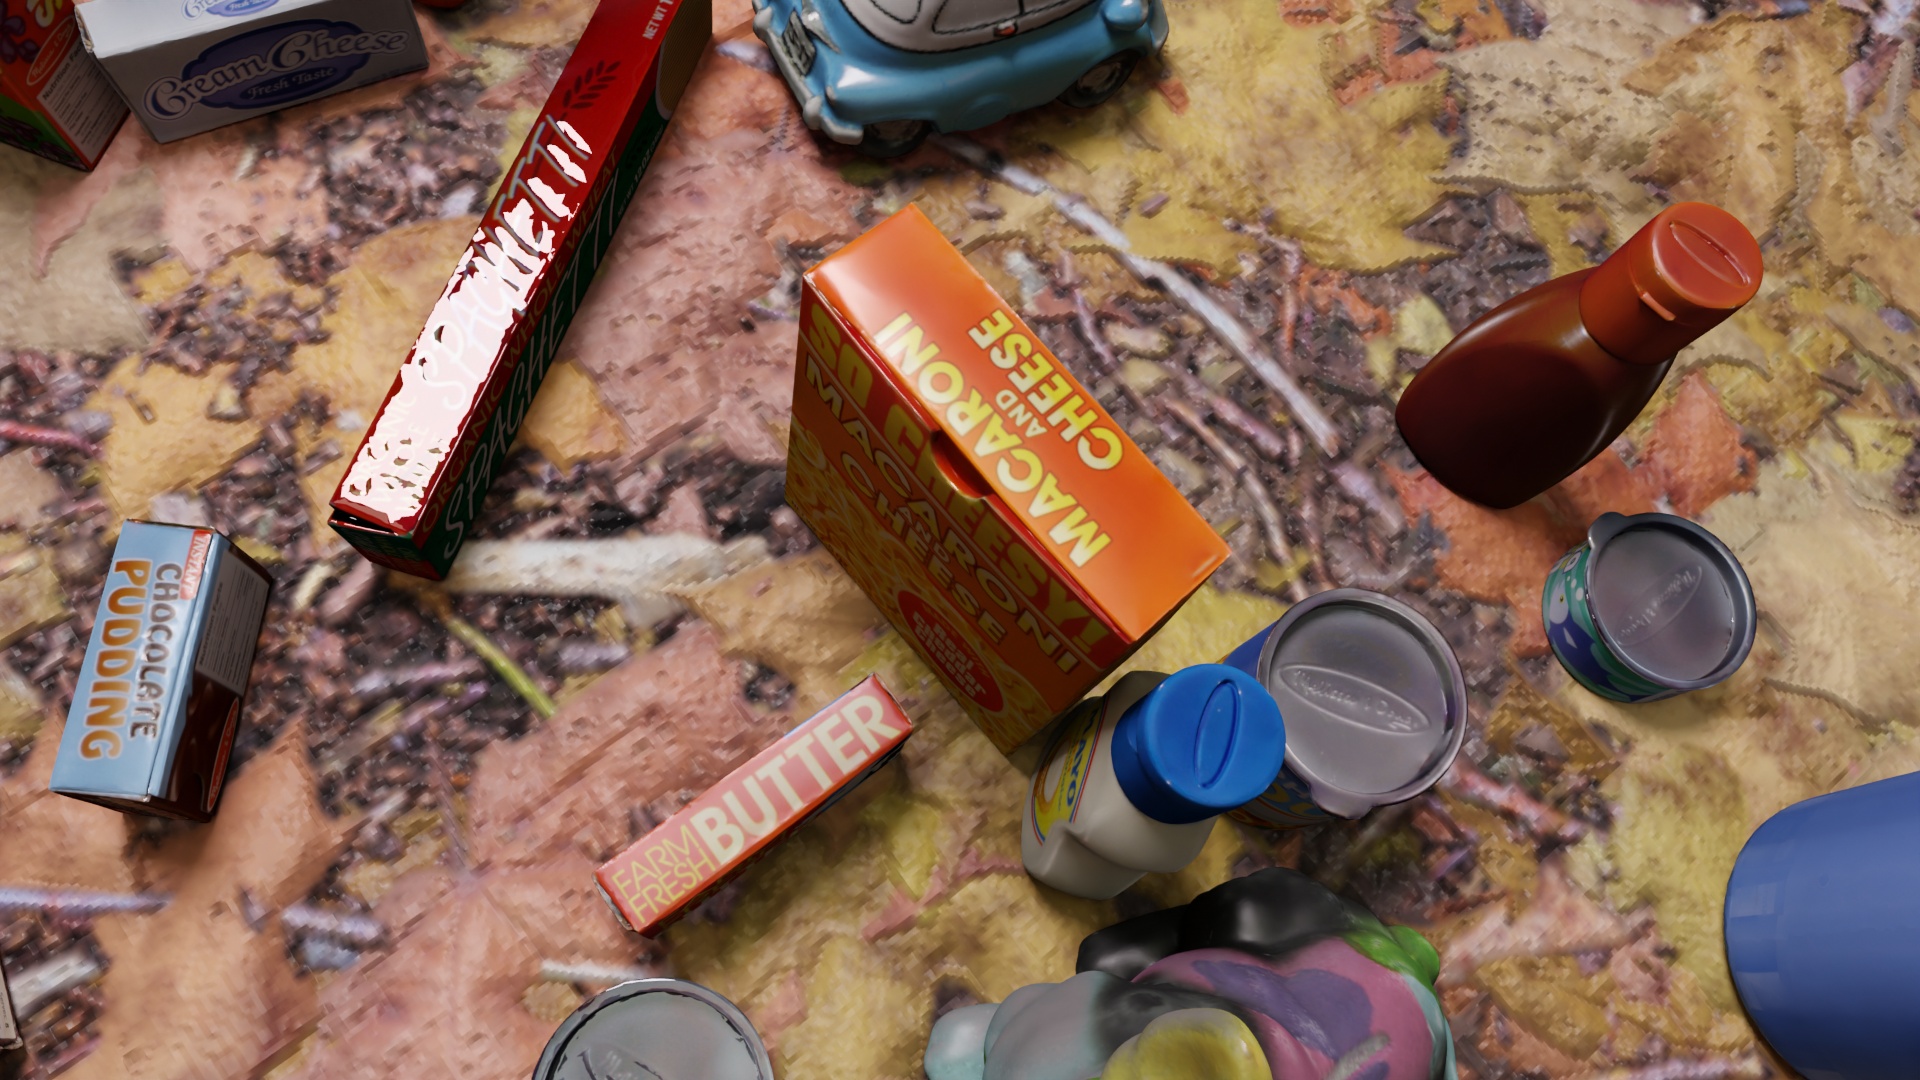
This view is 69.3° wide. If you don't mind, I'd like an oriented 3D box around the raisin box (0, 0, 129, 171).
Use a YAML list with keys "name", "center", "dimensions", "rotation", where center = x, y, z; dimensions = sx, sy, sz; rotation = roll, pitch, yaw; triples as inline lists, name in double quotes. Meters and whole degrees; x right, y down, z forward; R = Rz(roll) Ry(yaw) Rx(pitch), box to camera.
- name: "raisin box"
  center: [-0.338, -0.179, 0.444]
  dimensions: [0.086, 0.123, 0.040]
  rotation: [21, 71, -1]

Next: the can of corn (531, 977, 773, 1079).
- name: "can of corn"
  center: [-0.089, 0.163, 0.402]
  dimensions: [0.071, 0.058, 0.071]
  rotation: [3, 72, -8]

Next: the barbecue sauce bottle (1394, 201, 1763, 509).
- name: "barbecue sauce bottle"
  center: [0.207, -0.061, 0.472]
  dimensions: [0.065, 0.148, 0.044]
  rotation: [43, 72, 7]

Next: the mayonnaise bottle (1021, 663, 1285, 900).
- name: "mayonnaise bottle"
  center: [0.052, 0.068, 0.407]
  dimensions: [0.041, 0.147, 0.065]
  rotation: [19, 71, -2]

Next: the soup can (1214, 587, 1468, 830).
- name: "soup can"
  center: [0.114, 0.060, 0.453]
  dimensions: [0.071, 0.083, 0.071]
  rotation: [3, 72, -8]

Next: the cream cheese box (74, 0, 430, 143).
- name: "cream cheese box"
  center: [-0.247, -0.179, 0.495]
  dimensions: [0.104, 0.053, 0.024]
  rotation: [-22, 77, -15]

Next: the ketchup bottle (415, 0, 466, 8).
- name: "ketchup bottle"
  center: [-0.190, -0.255, 0.478]
  dimensions: [0.043, 0.148, 0.065]
  rotation: [22, 71, -1]

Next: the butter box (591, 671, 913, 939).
- name: "butter box"
  center: [-0.063, 0.084, 0.435]
  dimensions: [0.104, 0.053, 0.024]
  rotation: [-35, 80, -17]

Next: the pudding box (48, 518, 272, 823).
- name: "pudding box"
  center: [-0.242, 0.041, 0.424]
  dimensions: [0.030, 0.049, 0.084]
  rotation: [6, 71, -6]

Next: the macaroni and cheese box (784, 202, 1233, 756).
- name: "macaroni and cheese box"
  center: [0.001, -0.005, 0.414]
  dimensions: [0.040, 0.166, 0.124]
  rotation: [-39, 81, -17]

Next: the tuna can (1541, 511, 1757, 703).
- name: "tuna can"
  center: [0.251, 0.024, 0.512]
  dimensions: [0.071, 0.032, 0.071]
  rotation: [3, 72, -8]

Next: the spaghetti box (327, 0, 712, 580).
- name: "spaghetti box"
  center: [-0.146, -0.105, 0.487]
  dimensions: [0.029, 0.050, 0.251]
  rotation: [20, 70, -2]
